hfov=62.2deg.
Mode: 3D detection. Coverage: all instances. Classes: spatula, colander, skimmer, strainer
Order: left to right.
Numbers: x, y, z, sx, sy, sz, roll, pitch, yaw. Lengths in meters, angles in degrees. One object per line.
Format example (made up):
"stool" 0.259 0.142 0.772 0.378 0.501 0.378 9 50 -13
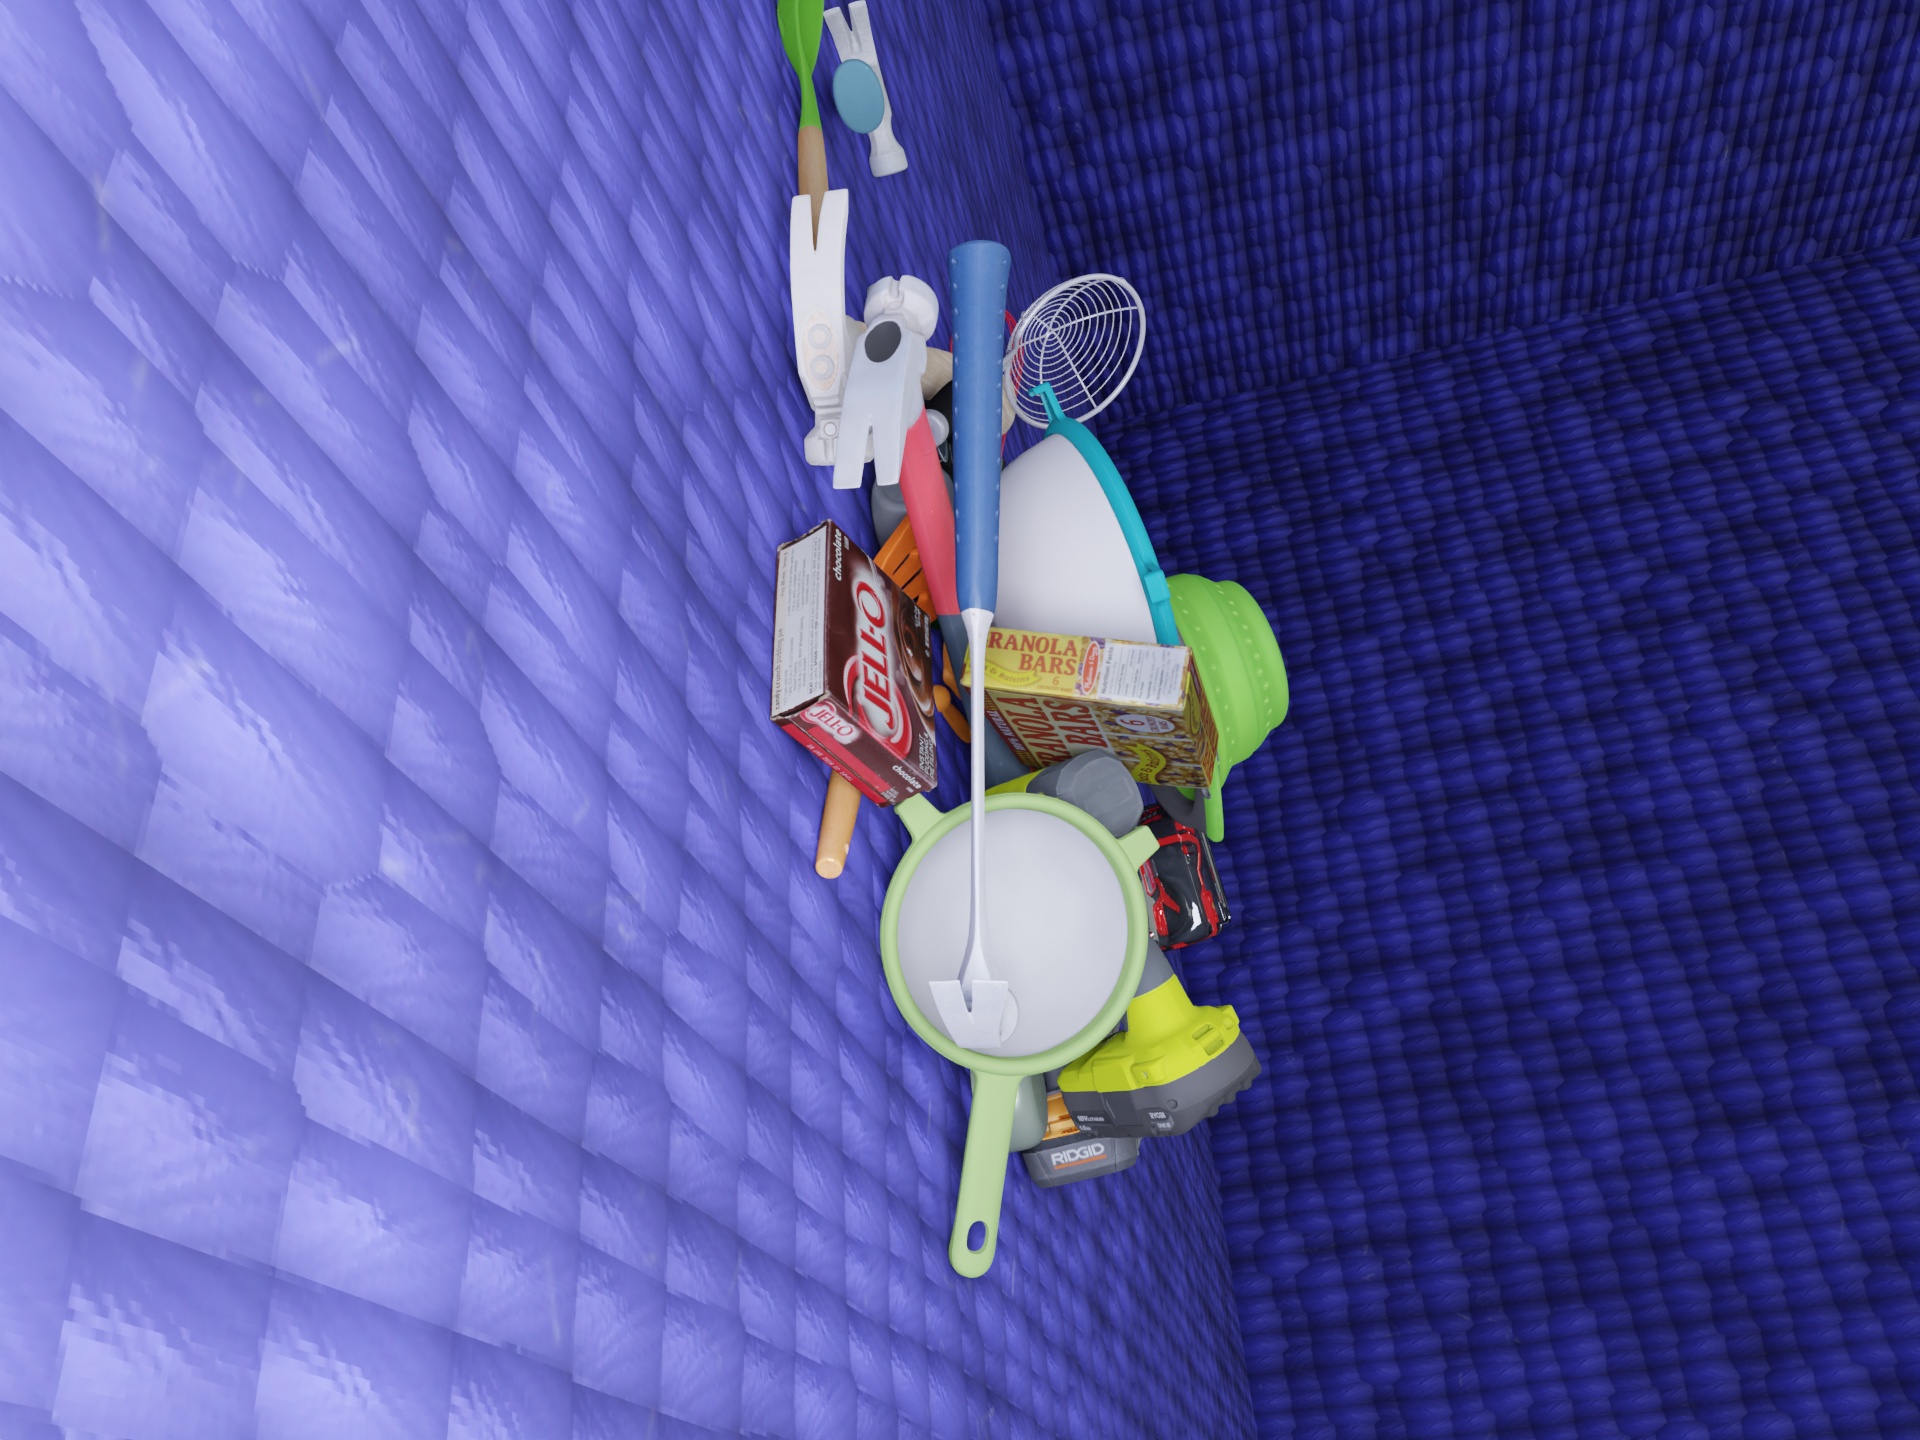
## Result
"spatula" -0.042 -0.019 0.867 0.323 0.041 0.081 -83 164 -57
"strainer" 0.015 0.167 0.870 0.069 0.151 0.256 177 -78 -73
"skimmer" 0.053 -0.228 1.088 0.127 0.090 0.363 -65 176 28
"strainer" 0.066 -0.046 1.085 0.340 0.095 0.211 81 -13 -55
"colander" 0.143 -0.083 1.185 0.398 0.094 0.204 -118 -169 -48

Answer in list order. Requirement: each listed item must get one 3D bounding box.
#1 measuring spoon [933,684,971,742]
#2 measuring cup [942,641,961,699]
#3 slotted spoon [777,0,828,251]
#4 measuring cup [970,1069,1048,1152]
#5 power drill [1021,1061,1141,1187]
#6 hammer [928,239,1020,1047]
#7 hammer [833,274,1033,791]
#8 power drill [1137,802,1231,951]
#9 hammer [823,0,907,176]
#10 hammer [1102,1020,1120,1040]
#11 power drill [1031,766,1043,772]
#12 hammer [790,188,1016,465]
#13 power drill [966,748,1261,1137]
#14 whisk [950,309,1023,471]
"measuring spoon" -0.002 -0.004 1.158 0.116 0.011 0.021 50 31 -70
"measuring cup" 0.025 -0.087 1.151 0.095 0.052 0.173 -38 124 -37
"slotted spoon" -0.093 -0.347 0.991 0.070 0.031 0.314 80 4 -69
"measuring cup" 0.024 0.192 1.002 0.083 0.038 0.167 -60 140 -75
"power drill" 0.066 0.199 1.136 0.185 0.084 0.226 20 54 -80
"hammer" 0.009 -0.043 0.788 0.144 0.035 0.406 66 23 -79
"hammer" -0.004 -0.056 0.920 0.385 0.038 0.143 73 19 -50
"power drill" 0.131 0.108 1.190 0.219 0.078 0.143 18 54 -68
"hammer" -0.068 -0.445 1.128 0.331 0.033 0.128 -95 169 -68
"hammer" 0.104 0.133 1.534 0.149 0.037 0.359 -19 98 -80
"power drill" 0.074 0.061 1.328 0.164 0.084 0.226 -89 160 -49
"hammer" -0.024 -0.238 1.048 0.410 0.038 0.146 -27 115 -74
"power drill" 0.077 0.138 0.979 0.171 0.080 0.223 -25 -88 56
"whisk" 0.030 -0.266 1.520 0.073 0.073 0.296 37 49 -75
